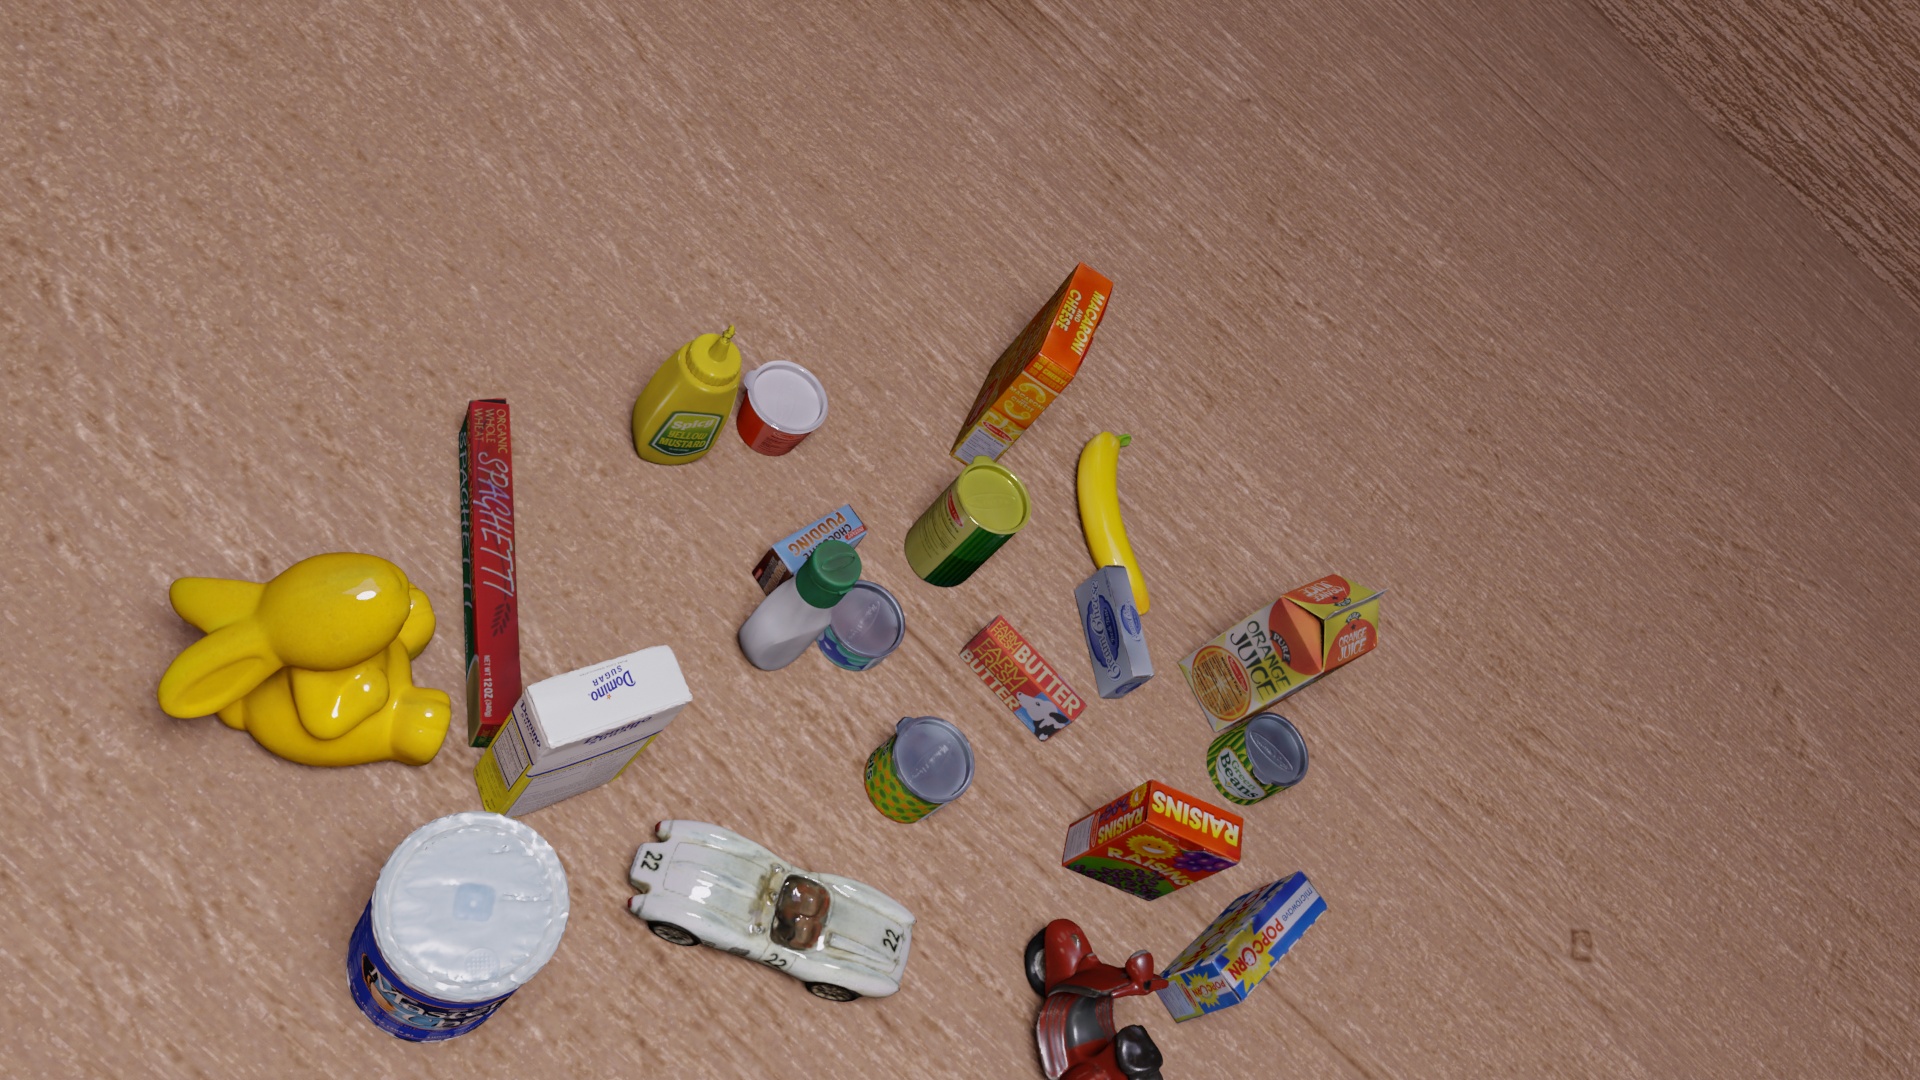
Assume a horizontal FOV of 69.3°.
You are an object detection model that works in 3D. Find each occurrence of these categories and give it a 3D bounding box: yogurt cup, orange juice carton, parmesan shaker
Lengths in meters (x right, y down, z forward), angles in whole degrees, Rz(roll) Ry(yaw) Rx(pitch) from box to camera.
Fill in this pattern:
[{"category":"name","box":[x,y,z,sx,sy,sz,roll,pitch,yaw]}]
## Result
[{"category":"yogurt cup","box":[-0.149,-0.105,1.135,0.072,0.053,0.073,14,57,-23]},{"category":"orange juice carton","box":[0.277,0.089,1.177,0.072,0.191,0.073,-16,72,-35]},{"category":"parmesan shaker","box":[0.004,-0.014,1.138,0.071,0.102,0.071,14,57,-23]}]

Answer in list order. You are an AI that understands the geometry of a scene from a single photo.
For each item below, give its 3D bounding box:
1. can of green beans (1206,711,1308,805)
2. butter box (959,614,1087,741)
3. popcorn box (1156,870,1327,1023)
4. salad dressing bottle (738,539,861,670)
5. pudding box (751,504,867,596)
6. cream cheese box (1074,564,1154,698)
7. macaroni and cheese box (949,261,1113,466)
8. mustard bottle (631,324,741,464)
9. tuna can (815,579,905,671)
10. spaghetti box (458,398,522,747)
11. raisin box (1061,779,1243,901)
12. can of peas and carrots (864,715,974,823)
[{"category":"can of green beans","box":[0.254,0.188,1.193,0.071,0.057,0.071,14,57,-23]},{"category":"butter box","box":[0.049,0.112,1.123,0.103,0.053,0.024,47,51,2]},{"category":"popcorn box","box":[0.218,0.315,1.080,0.127,0.085,0.038,-30,81,-38]},{"category":"salad dressing bottle","box":[-0.115,0.047,1.005,0.064,0.147,0.044,-20,74,-36]},{"category":"pudding box","box":[-0.118,0.009,1.089,0.084,0.049,0.030,-32,82,-38]},{"category":"cream cheese box","box":[0.131,0.079,1.188,0.024,0.053,0.104,2,62,-29]},{"category":"macaroni and cheese box","box":[0.062,-0.147,1.208,0.040,0.165,0.124,32,52,-10]},{"category":"mustard bottle","box":[-0.200,-0.112,1.042,0.065,0.159,0.049,1,63,-29]},{"category":"tuna can","box":[-0.081,0.066,1.088,0.071,0.032,0.071,14,57,-23]},{"category":"spaghetti box","box":[-0.327,0.018,0.964,0.029,0.050,0.251,3,62,-28]},{"category":"raisin box","box":[0.146,0.232,1.063,0.086,0.122,0.040,26,54,-15]},{"category":"can of peas and carrots","box":[-0.033,0.170,1.038,0.071,0.058,0.071,14,57,-23]}]
